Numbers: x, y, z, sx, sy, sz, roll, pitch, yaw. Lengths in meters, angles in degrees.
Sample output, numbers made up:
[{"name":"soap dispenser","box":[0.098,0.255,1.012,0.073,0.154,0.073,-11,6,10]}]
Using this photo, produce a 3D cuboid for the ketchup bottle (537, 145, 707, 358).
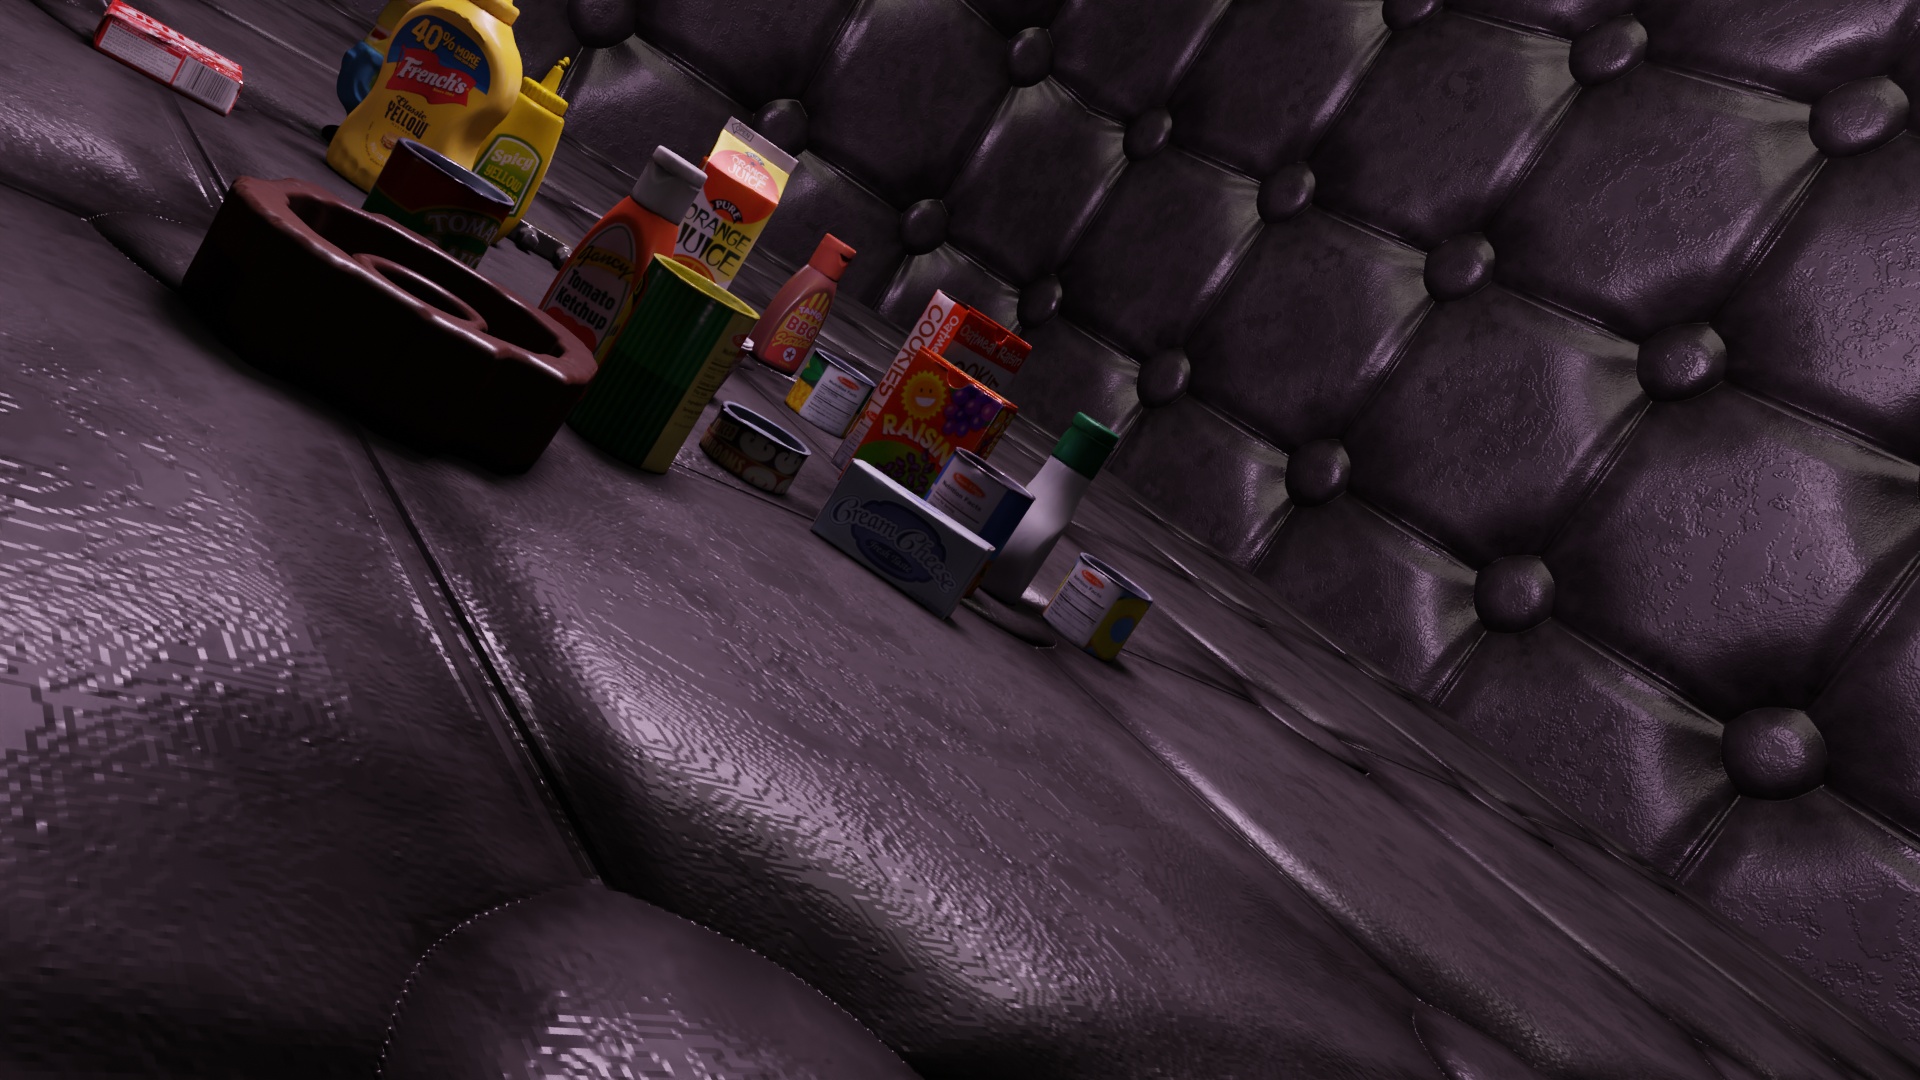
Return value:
[{"name":"ketchup bottle","box":[-0.217,-0.183,0.902,0.065,0.148,0.043,34,8,10]}]

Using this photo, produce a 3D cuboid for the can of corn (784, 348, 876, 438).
[{"name":"can of corn","box":[-0.121,-0.137,1.286,0.071,0.058,0.071,32,9,-5]}]

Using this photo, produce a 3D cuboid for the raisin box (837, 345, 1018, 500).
[{"name":"raisin box","box":[-0.025,-0.075,1.073,0.086,0.123,0.040,36,9,18]}]

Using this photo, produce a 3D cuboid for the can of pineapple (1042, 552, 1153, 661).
[{"name":"can of pineapple","box":[0.105,0.051,1.059,0.071,0.057,0.071,32,9,-5]}]

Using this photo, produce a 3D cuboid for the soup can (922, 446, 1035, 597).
[{"name":"soup can","box":[0.003,-0.012,0.962,0.071,0.083,0.071,32,8,-5]}]

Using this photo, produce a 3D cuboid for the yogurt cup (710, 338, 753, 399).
[{"name":"yogurt cup","box":[-0.201,-0.144,1.059,0.072,0.054,0.072,32,9,-5]}]

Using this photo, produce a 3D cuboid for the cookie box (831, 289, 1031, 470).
[{"name":"cookie box","box":[-0.021,-0.115,1.166,0.040,0.167,0.123,37,9,26]}]

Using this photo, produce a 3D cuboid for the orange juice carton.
[{"name":"orange juice carton","box":[-0.223,-0.273,1.233,0.072,0.192,0.073,30,9,-20]}]

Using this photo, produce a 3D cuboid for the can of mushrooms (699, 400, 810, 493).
[{"name":"can of mushrooms","box":[-0.136,-0.061,0.906,0.071,0.033,0.071,32,9,-5]}]

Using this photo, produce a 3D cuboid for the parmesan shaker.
[{"name":"parmesan shaker","box":[-0.166,-0.097,0.765,0.071,0.103,0.071,32,8,-5]}]

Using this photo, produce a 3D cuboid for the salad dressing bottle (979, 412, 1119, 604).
[{"name":"salad dressing bottle","box":[0.063,-0.025,1.030,0.044,0.147,0.064,33,8,2]}]

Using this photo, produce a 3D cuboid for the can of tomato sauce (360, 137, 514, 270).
[{"name":"can of tomato sauce","box":[-0.292,-0.165,0.756,0.071,0.083,0.071,32,8,-5]}]

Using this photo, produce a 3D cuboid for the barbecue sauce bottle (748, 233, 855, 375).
[{"name":"barbecue sauce bottle","box":[-0.163,-0.246,1.442,0.044,0.148,0.065,39,10,37]}]

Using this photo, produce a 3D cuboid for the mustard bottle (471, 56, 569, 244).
[{"name":"mustard bottle","box":[-0.357,-0.318,1.111,0.065,0.160,0.049,27,10,-37]}]

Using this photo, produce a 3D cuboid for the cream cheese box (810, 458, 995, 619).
[{"name":"cream cheese box","box":[-0.036,-0.001,0.864,0.104,0.053,0.024,34,8,6]}]
